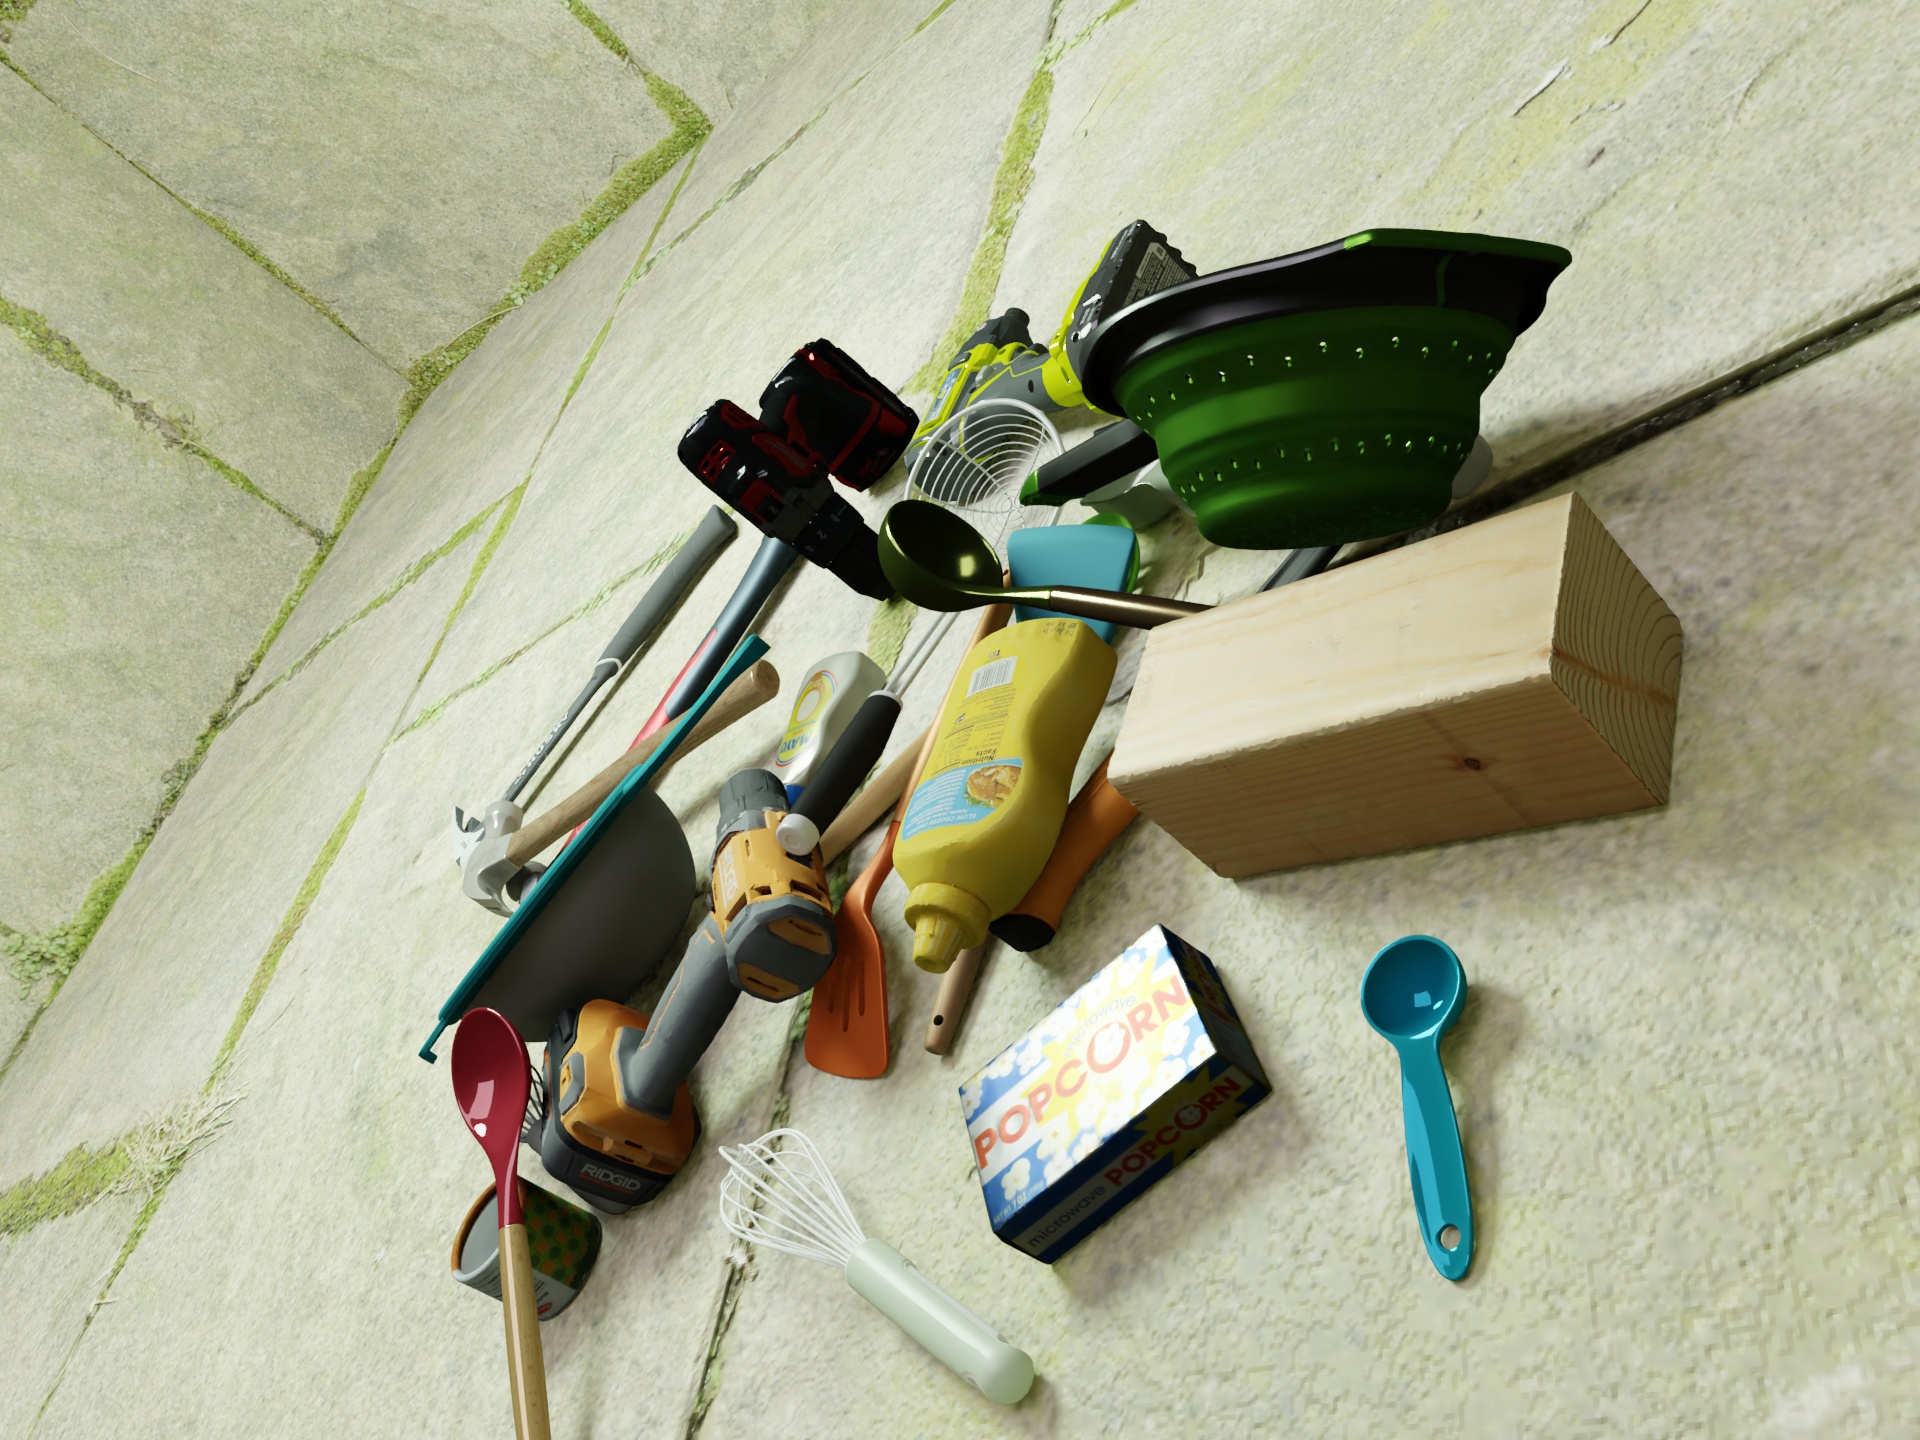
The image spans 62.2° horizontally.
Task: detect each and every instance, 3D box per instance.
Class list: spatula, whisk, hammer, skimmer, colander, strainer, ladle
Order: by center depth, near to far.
[{"bbox_3d":[-0.046,0.244,0.725,0.059,0.057,0.246,-51,32,-17],"label":"whisk"},{"bbox_3d":[0.127,-0.122,0.785,0.397,0.204,0.094,165,102,-67],"label":"colander"},{"bbox_3d":[0.122,-0.024,0.811,0.337,0.034,0.127,-51,29,-1],"label":"hammer"},{"bbox_3d":[0.072,-0.072,0.827,0.320,0.078,0.062,15,101,46],"label":"ladle"},{"bbox_3d":[-0.240,0.299,0.859,0.069,0.031,0.316,-41,49,28],"label":"ladle"},{"bbox_3d":[0.028,0.029,0.868,0.082,0.044,0.318,2,57,27],"label":"spatula"},{"bbox_3d":[-0.017,0.044,0.906,0.081,0.041,0.323,-8,52,52],"label":"spatula"},{"bbox_3d":[-0.033,-0.070,0.964,0.127,0.090,0.363,-5,35,32],"label":"skimmer"},{"bbox_3d":[-0.261,0.264,1.012,0.239,0.055,0.055,12,66,53],"label":"whisk"},{"bbox_3d":[-0.202,0.093,1.035,0.340,0.095,0.211,-48,7,19],"label":"strainer"},{"bbox_3d":[-0.262,0.049,1.201,0.331,0.031,0.130,-32,35,26],"label":"hammer"},{"bbox_3d":[-0.226,-0.006,1.280,0.143,0.038,0.386,10,64,57],"label":"hammer"},{"bbox_3d":[-0.340,-0.034,1.480,0.409,0.036,0.149,-54,28,-8],"label":"hammer"}]

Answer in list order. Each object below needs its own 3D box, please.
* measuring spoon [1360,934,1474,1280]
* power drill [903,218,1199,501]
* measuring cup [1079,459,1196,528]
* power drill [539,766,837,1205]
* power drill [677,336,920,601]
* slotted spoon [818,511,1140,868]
[{"bbox_3d":[0.173,0.139,0.574,0.042,0.021,0.129,-27,45,34],"label":"measuring spoon"},{"bbox_3d":[0.064,-0.259,1.129,0.223,0.080,0.171,-15,44,51],"label":"power drill"},{"bbox_3d":[0.127,-0.134,0.932,0.083,0.038,0.168,-48,31,5],"label":"measuring cup"},{"bbox_3d":[-0.157,0.144,0.930,0.226,0.084,0.186,-53,27,16],"label":"power drill"},{"bbox_3d":[-0.101,-0.191,1.218,0.080,0.188,0.227,-47,9,29],"label":"power drill"},{"bbox_3d":[-0.002,-0.003,0.970,0.313,0.031,0.070,-45,46,14],"label":"slotted spoon"}]
